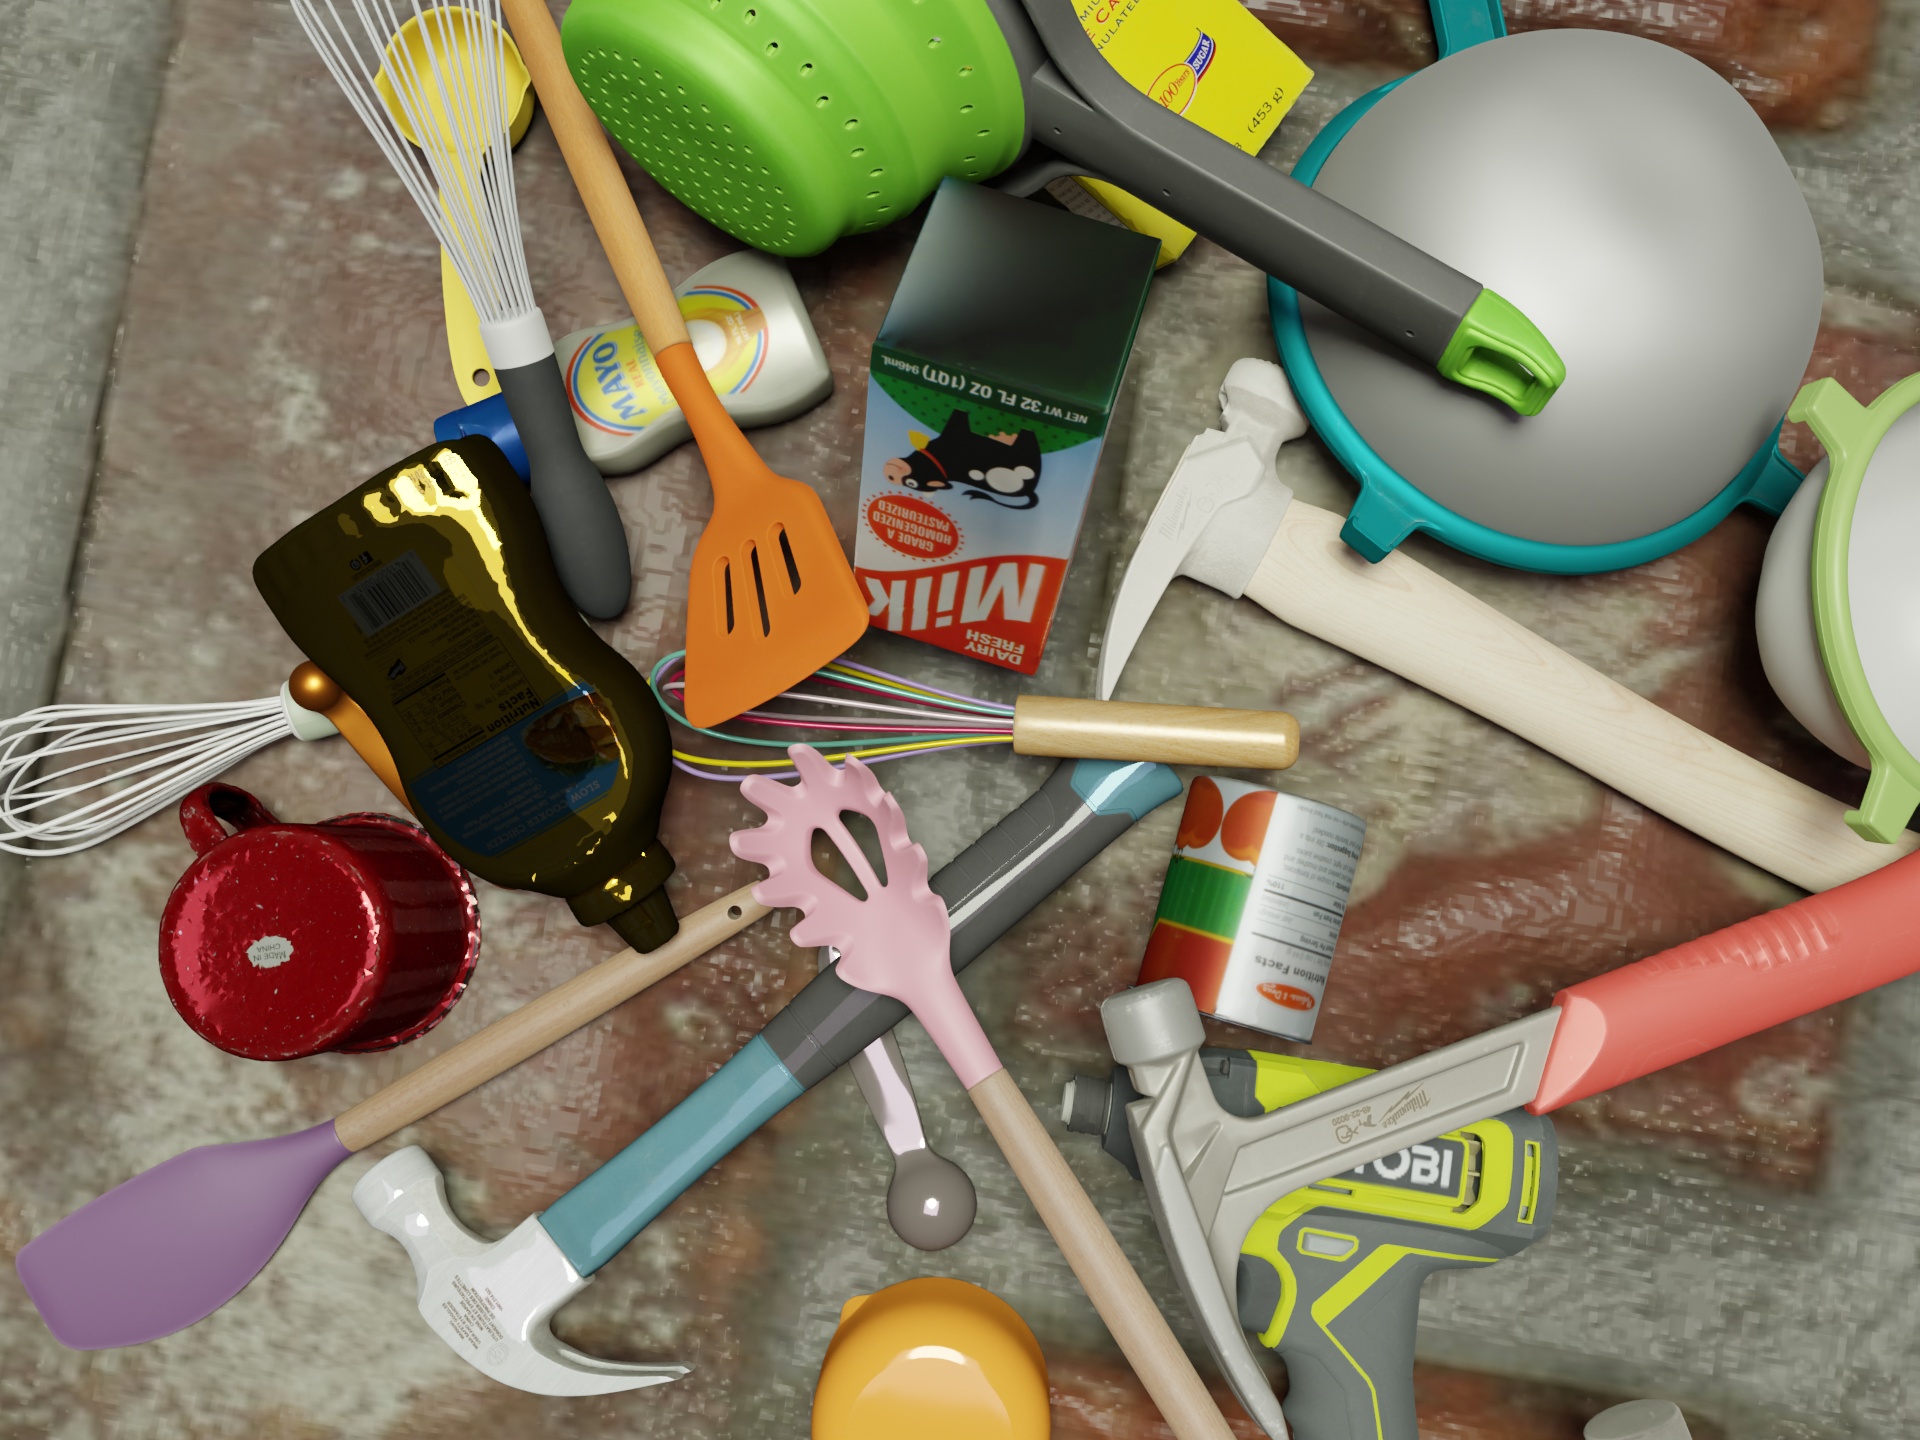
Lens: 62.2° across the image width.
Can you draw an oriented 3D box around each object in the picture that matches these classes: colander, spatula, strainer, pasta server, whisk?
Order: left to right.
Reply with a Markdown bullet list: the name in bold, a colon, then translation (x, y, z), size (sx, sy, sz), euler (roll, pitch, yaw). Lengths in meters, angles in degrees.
- **whisk**: translation (-0.261, 0.000, 0.607), size (0.246, 0.058, 0.059), euler (-16, 119, -4)
- **spatula**: translation (-0.209, 0.146, 0.602), size (0.316, 0.018, 0.060), euler (-30, 92, -1)
- **whisk**: translation (-0.161, -0.162, 0.541), size (0.070, 0.070, 0.284), euler (-14, 119, 0)
- **spatula**: translation (-0.118, -0.156, 0.575), size (0.081, 0.041, 0.323), euler (-28, 81, 24)
- **whisk**: translation (-0.001, -0.004, 0.582), size (0.245, 0.047, 0.051), euler (4, 124, 9)
- **colander**: translation (0.002, -0.182, 0.523), size (0.397, 0.204, 0.094), euler (33, 81, 10)
- **pasta server**: translation (0.021, 0.145, 0.535), size (0.060, 0.040, 0.316), euler (-35, 76, 7)
- **strainer**: translation (0.215, -0.227, 0.577), size (0.211, 0.095, 0.340), euler (-6, 78, -11)
- **strainer**: translation (0.375, -0.051, 0.580), size (0.256, 0.069, 0.151), euler (-10, 92, -26)

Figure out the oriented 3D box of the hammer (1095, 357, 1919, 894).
- **hammer**: translation (0.253, 0.020, 0.598), size (0.410, 0.038, 0.146), euler (28, 87, 3)

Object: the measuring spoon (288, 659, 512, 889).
- **measuring spoon**: translation (-0.205, 0.023, 0.595), size (0.021, 0.011, 0.116), euler (-41, 108, 0)

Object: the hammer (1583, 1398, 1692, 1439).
- **hammer**: translation (0.096, 0.334, 0.489), size (0.331, 0.031, 0.130), euler (-21, 81, -2)

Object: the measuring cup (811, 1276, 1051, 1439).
- **measuring cup**: translation (-0.041, 0.280, 0.568), size (0.173, 0.052, 0.095), euler (-43, 86, -5)

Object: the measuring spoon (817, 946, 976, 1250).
- **measuring spoon**: translation (-0.028, 0.140, 0.599), size (0.034, 0.018, 0.124), euler (-22, 83, -1)

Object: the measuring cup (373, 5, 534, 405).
- **measuring cup**: translation (-0.195, -0.200, 0.636), size (0.062, 0.029, 0.156), euler (-3, 96, 1)

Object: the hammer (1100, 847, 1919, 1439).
- **hammer**: translation (0.234, 0.108, 0.535), size (0.359, 0.036, 0.149), euler (-18, 84, -7)

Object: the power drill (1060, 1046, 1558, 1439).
- **power drill**: translation (0.109, 0.232, 0.563), size (0.171, 0.080, 0.223), euler (9, 81, 2)

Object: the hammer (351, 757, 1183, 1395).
- **hammer**: translation (-0.055, 0.115, 0.585), size (0.331, 0.033, 0.128), euler (-40, 77, -6)
